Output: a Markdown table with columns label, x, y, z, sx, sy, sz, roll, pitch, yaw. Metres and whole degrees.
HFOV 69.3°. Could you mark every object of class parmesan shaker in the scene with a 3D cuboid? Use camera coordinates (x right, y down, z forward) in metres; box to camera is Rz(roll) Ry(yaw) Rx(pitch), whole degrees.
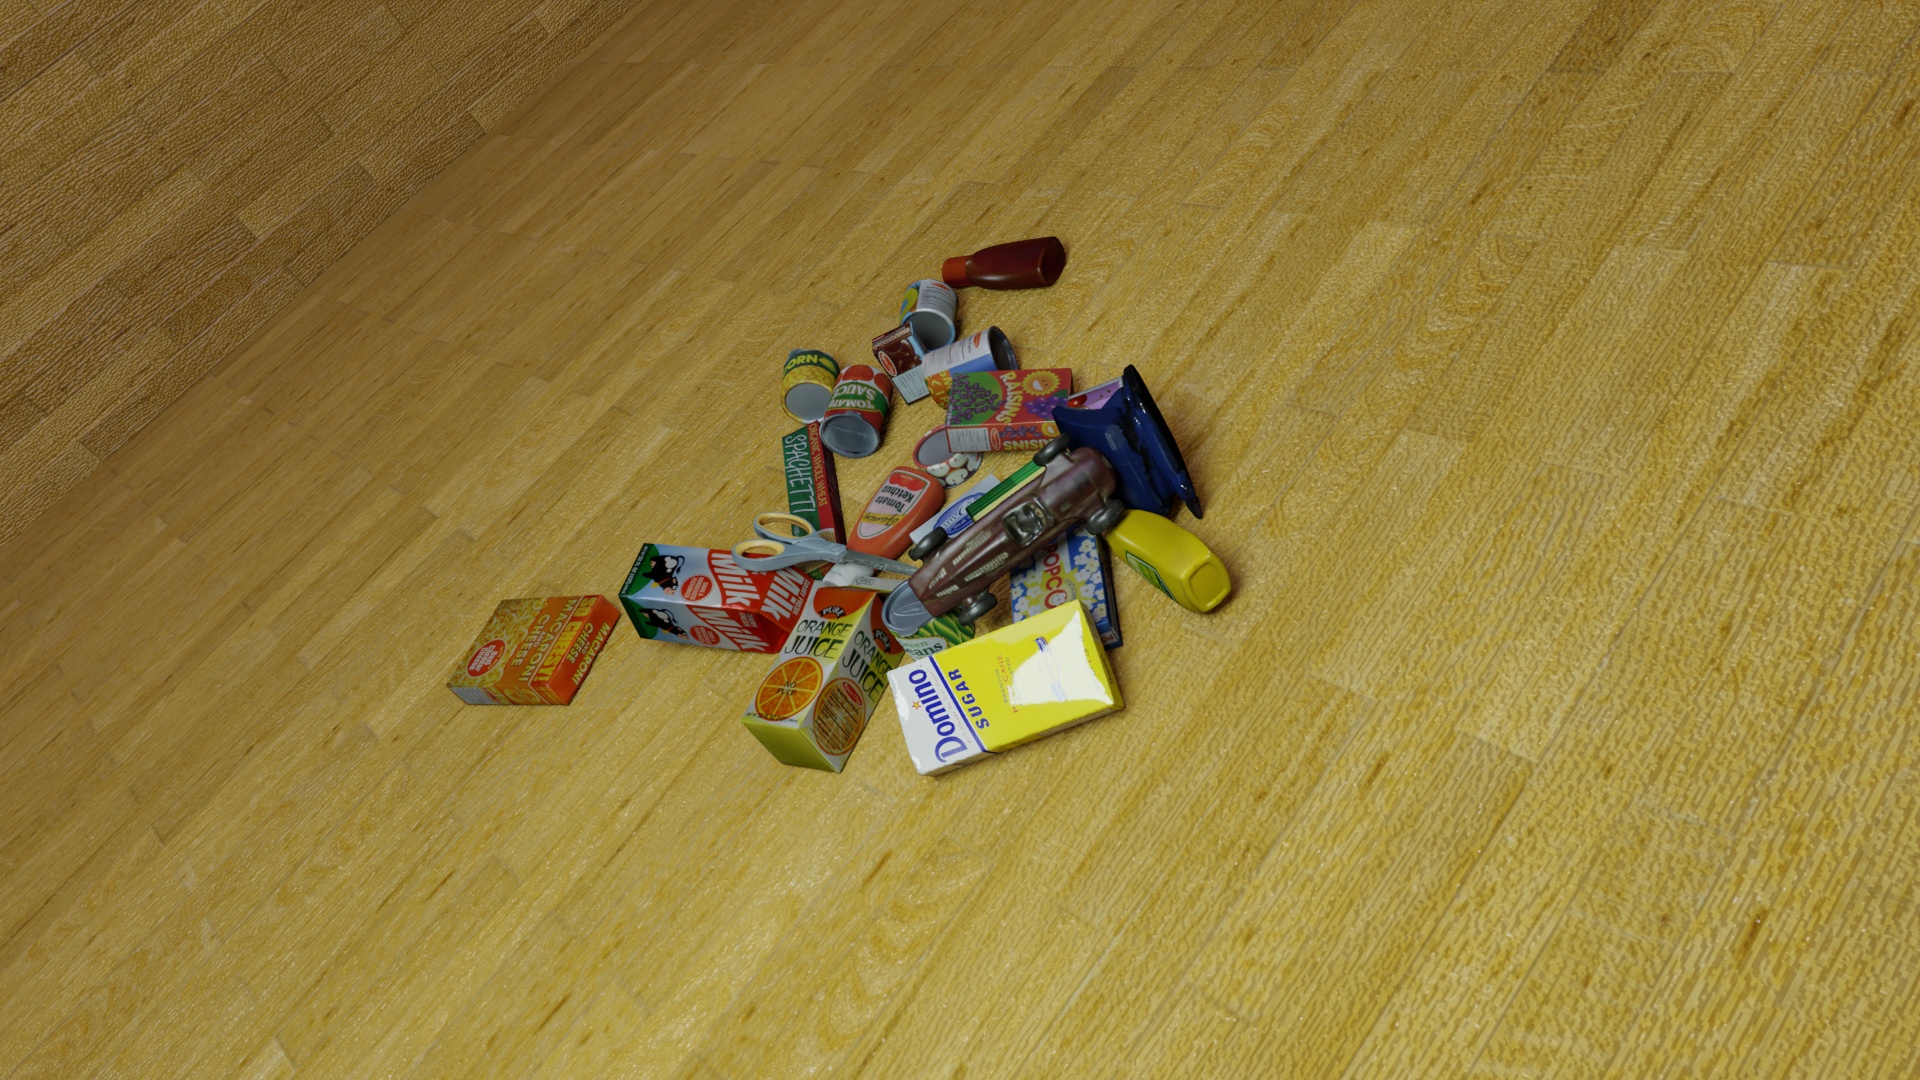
| label | x | y | z | sx | sy | sz | roll | pitch | yaw |
| --- | --- | --- | --- | --- | --- | --- | --- | --- | --- |
| parmesan shaker | 0.062 | -0.036 | 1.289 | 0.103 | 0.071 | 0.071 | -36 | 38 | -1 |

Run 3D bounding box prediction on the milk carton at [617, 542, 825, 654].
| label | x | y | z | sx | sy | sz | roll | pitch | yaw |
| --- | --- | --- | --- | --- | --- | --- | --- | --- | --- |
| milk carton | -0.230 | 0.058 | 1.371 | 0.190 | 0.073 | 0.073 | 5 | 50 | 15 |

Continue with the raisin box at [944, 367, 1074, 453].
| label | x | y | z | sx | sy | sz | roll | pitch | yaw |
| --- | --- | --- | --- | --- | --- | --- | --- | --- | --- |
| raisin box | 0.051 | -0.130 | 1.393 | 0.123 | 0.039 | 0.086 | -2 | 45 | 10 |

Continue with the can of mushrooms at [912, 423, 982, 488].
| label | x | y | z | sx | sy | sz | roll | pitch | yaw |
| --- | --- | --- | --- | --- | --- | --- | --- | --- | --- |
| can of mushrooms | -0.016 | -0.086 | 1.426 | 0.071 | 0.033 | 0.071 | -19 | 42 | 18 |

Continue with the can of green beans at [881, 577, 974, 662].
| label | x | y | z | sx | sy | sz | roll | pitch | yaw |
| --- | --- | --- | --- | --- | --- | --- | --- | --- | --- |
| can of green beans | -0.029 | 0.073 | 1.248 | 0.071 | 0.057 | 0.071 | -19 | 41 | 17 |

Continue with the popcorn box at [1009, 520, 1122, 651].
| label | x | y | z | sx | sy | sz | roll | pitch | yaw |
| --- | --- | --- | --- | --- | --- | --- | --- | --- | --- |
| popcorn box | 0.089 | 0.049 | 1.207 | 0.085 | 0.038 | 0.127 | -21 | 40 | 17 |

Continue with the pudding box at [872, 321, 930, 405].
| label | x | y | z | sx | sy | sz | roll | pitch | yaw |
| --- | --- | --- | --- | --- | --- | --- | --- | --- | --- |
| pudding box | -0.056 | -0.194 | 1.526 | 0.049 | 0.083 | 0.030 | -24 | 39 | 13 |

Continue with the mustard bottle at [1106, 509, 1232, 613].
| label | x | y | z | sx | sy | sz | roll | pitch | yaw |
| --- | --- | --- | --- | --- | --- | --- | --- | --- | --- |
| mustard bottle | 0.166 | 0.008 | 1.181 | 0.049 | 0.065 | 0.160 | -41 | 31 | -6 |

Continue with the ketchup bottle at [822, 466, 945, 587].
| label | x | y | z | sx | sy | sz | roll | pitch | yaw |
| --- | --- | --- | --- | --- | --- | --- | --- | --- | --- |
| ketchup bottle | -0.079 | -0.005 | 1.377 | 0.065 | 0.043 | 0.149 | 20 | 62 | 35 |

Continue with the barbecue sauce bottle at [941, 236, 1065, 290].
| label | x | y | z | sx | sy | sz | roll | pitch | yaw |
| --- | --- | --- | --- | --- | --- | --- | --- | --- | --- |
| barbecue sauce bottle | 0.046 | -0.319 | 1.618 | 0.148 | 0.043 | 0.065 | 1 | 50 | 37 |

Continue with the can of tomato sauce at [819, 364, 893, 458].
| label | x | y | z | sx | sy | sz | roll | pitch | yaw |
| --- | --- | --- | --- | --- | --- | --- | --- | --- | --- |
| can of tomato sauce | -0.113 | -0.144 | 1.525 | 0.071 | 0.071 | 0.083 | -12 | 43 | 25 |

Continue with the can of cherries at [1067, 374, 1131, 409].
| label | x | y | z | sx | sy | sz | roll | pitch | yaw |
| --- | --- | --- | --- | --- | --- | --- | --- | --- | --- |
| can of cherries | 0.141 | -0.115 | 1.321 | 0.058 | 0.071 | 0.072 | -20 | 40 | 17 |

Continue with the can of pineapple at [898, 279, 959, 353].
| label | x | y | z | sx | sy | sz | roll | pitch | yaw |
| --- | --- | --- | --- | --- | --- | --- | --- | --- | --- |
| can of pineapple | -0.037 | -0.255 | 1.593 | 0.071 | 0.070 | 0.058 | -16 | 42 | 21 |

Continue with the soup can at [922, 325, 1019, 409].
| label | x | y | z | sx | sy | sz | roll | pitch | yaw |
| --- | --- | --- | --- | --- | --- | --- | --- | --- | --- |
| soup can | 0.012 | -0.181 | 1.479 | 0.083 | 0.071 | 0.072 | -19 | 41 | 25 |

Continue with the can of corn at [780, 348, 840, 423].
| label | x | y | z | sx | sy | sz | roll | pitch | yaw |
| --- | --- | --- | --- | --- | --- | --- | --- | --- | --- |
| can of corn | -0.175 | -0.179 | 1.603 | 0.071 | 0.071 | 0.058 | -20 | 41 | 17 |

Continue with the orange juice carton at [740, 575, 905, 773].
| label | x | y | z | sx | sy | sz | roll | pitch | yaw |
| --- | --- | --- | --- | --- | --- | --- | --- | --- | --- |
| orange juice carton | -0.110 | 0.108 | 1.257 | 0.072 | 0.072 | 0.193 | 2 | 50 | 36 |

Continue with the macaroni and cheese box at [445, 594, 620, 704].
| label | x | y | z | sx | sy | sz | roll | pitch | yaw |
| --- | --- | --- | --- | --- | --- | --- | --- | --- | --- |
| macaroni and cheese box | -0.466 | 0.120 | 1.519 | 0.166 | 0.040 | 0.124 | -4 | 47 | 33 |

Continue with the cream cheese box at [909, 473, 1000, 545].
| label | x | y | z | sx | sy | sz | roll | pitch | yaw |
| --- | --- | --- | --- | --- | --- | --- | --- | --- | --- |
| cream cheese box | 0.005 | -0.017 | 1.345 | 0.104 | 0.024 | 0.053 | -37 | 36 | -4 |

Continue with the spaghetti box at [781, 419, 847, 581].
| label | x | y | z | sx | sy | sz | roll | pitch | yaw |
| --- | --- | --- | --- | --- | --- | --- | --- | --- | --- |
| spaghetti box | -0.156 | -0.042 | 1.481 | 0.050 | 0.028 | 0.251 | -25 | 39 | 9 |
